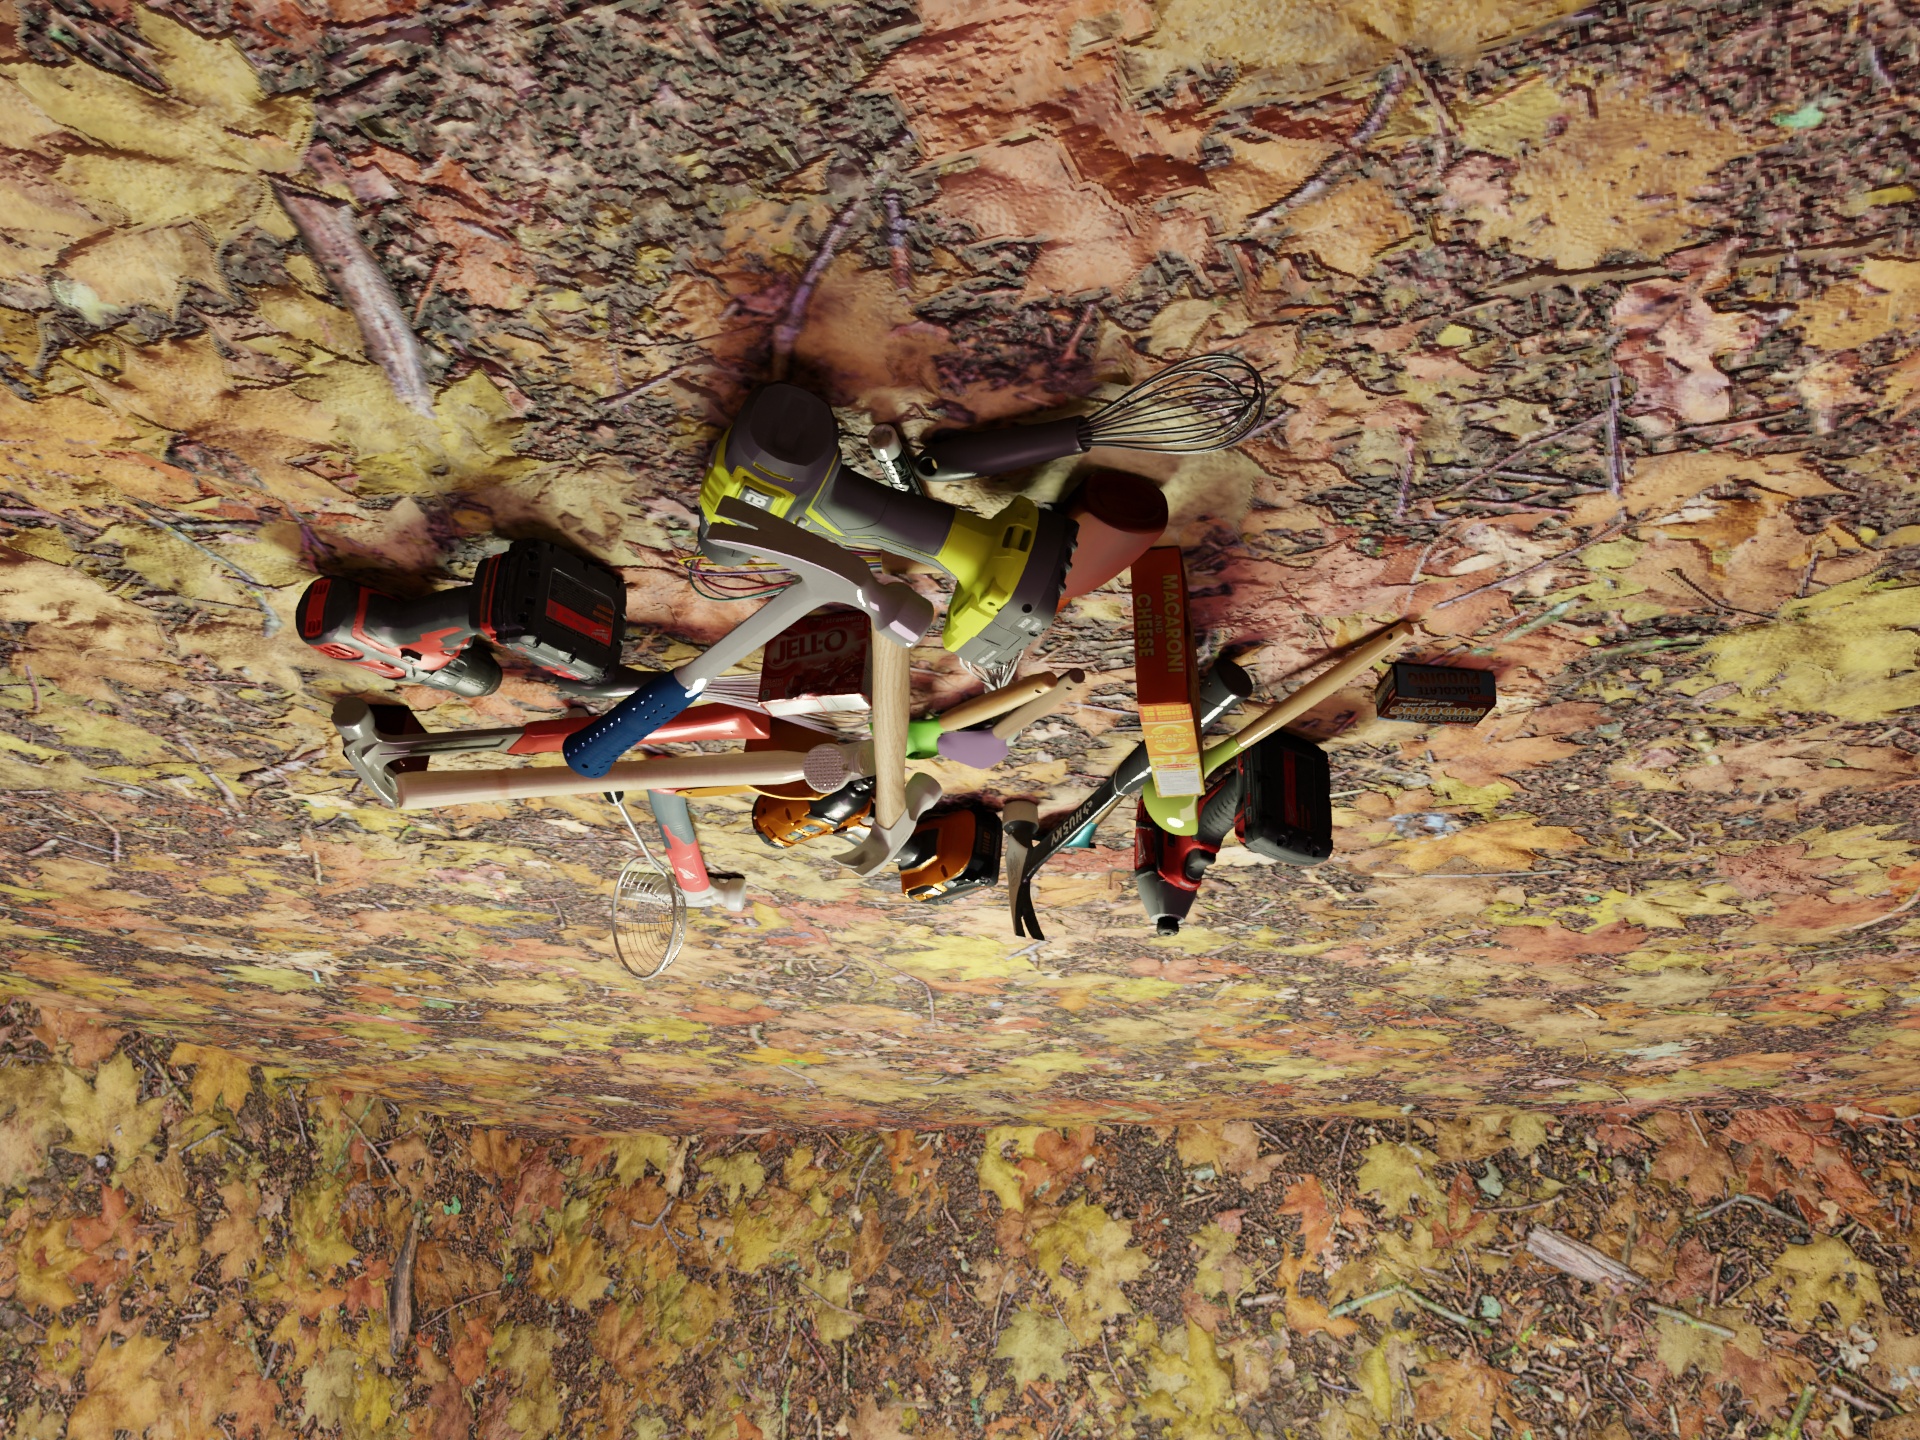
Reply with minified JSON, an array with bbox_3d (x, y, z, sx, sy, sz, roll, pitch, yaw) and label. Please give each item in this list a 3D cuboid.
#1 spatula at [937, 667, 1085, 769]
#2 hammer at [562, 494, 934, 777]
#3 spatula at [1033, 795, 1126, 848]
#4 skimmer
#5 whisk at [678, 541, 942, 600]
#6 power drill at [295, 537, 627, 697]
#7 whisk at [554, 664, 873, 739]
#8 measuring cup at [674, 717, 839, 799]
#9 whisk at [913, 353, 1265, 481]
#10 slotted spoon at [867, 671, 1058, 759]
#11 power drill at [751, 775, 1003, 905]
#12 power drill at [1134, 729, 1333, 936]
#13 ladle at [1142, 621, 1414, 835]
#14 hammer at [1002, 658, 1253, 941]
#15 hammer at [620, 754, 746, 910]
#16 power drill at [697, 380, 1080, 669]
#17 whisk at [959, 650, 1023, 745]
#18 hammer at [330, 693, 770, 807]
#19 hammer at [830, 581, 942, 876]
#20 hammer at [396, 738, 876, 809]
[{"bbox_3d":[0.038,0.002,1.284,0.059,0.018,0.316,21,162,-11],"label":"spatula"},{"bbox_3d":[-0.186,-0.036,1.098,0.144,0.035,0.405,31,147,-24],"label":"hammer"},{"bbox_3d":[0.136,0.072,1.524,0.082,0.044,0.317,9,150,-14],"label":"spatula"},{"bbox_3d":[-0.344,0.122,1.548,0.090,0.127,0.362,-28,142,-12],"label":"skimmer"},{"bbox_3d":[-0.077,-0.112,1.117,0.245,0.051,0.047,-1,150,3],"label":"whisk"},{"bbox_3d":[-0.364,-0.065,1.219,0.227,0.080,0.187,-5,162,27],"label":"power drill"},{"bbox_3d":[-0.183,-0.024,1.284,0.284,0.070,0.070,4,156,-4],"label":"whisk"},{"bbox_3d":[-0.189,0.038,1.454,0.173,0.052,0.095,-8,153,29],"label":"measuring cup"},{"bbox_3d":[0.071,-0.175,0.957,0.239,0.055,0.055,-7,154,32],"label":"whisk"},{"bbox_3d":[-0.002,-0.004,1.278,0.070,0.031,0.314,33,159,-17],"label":"slotted spoon"},{"bbox_3d":[-0.069,0.103,1.552,0.226,0.084,0.164,24,149,-30],"label":"power drill"},{"bbox_3d":[0.235,0.105,1.438,0.078,0.143,0.219,18,150,-24],"label":"power drill"},{"bbox_3d":[0.259,0.006,1.310,0.062,0.078,0.320,8,148,-34],"label":"ladle"},{"bbox_3d":[0.135,0.063,1.399,0.036,0.149,0.408,13,147,-20],"label":"hammer"},{"bbox_3d":[-0.312,0.124,1.678,0.143,0.038,0.386,5,156,-1],"label":"hammer"},{"bbox_3d":[-0.058,-0.116,1.021,0.228,0.080,0.190,22,157,-13],"label":"power drill"},{"bbox_3d":[0.030,-0.031,1.288,0.059,0.058,0.246,34,166,18],"label":"whisk"},{"bbox_3d":[-0.345,0.017,1.381,0.359,0.037,0.149,-4,150,-2],"label":"hammer"},{"bbox_3d":[-0.055,0.013,1.229,0.031,0.130,0.331,27,148,16],"label":"hammer"},{"bbox_3d":[-0.276,0.046,1.343,0.410,0.038,0.146,-4,-178,10],"label":"hammer"}]
